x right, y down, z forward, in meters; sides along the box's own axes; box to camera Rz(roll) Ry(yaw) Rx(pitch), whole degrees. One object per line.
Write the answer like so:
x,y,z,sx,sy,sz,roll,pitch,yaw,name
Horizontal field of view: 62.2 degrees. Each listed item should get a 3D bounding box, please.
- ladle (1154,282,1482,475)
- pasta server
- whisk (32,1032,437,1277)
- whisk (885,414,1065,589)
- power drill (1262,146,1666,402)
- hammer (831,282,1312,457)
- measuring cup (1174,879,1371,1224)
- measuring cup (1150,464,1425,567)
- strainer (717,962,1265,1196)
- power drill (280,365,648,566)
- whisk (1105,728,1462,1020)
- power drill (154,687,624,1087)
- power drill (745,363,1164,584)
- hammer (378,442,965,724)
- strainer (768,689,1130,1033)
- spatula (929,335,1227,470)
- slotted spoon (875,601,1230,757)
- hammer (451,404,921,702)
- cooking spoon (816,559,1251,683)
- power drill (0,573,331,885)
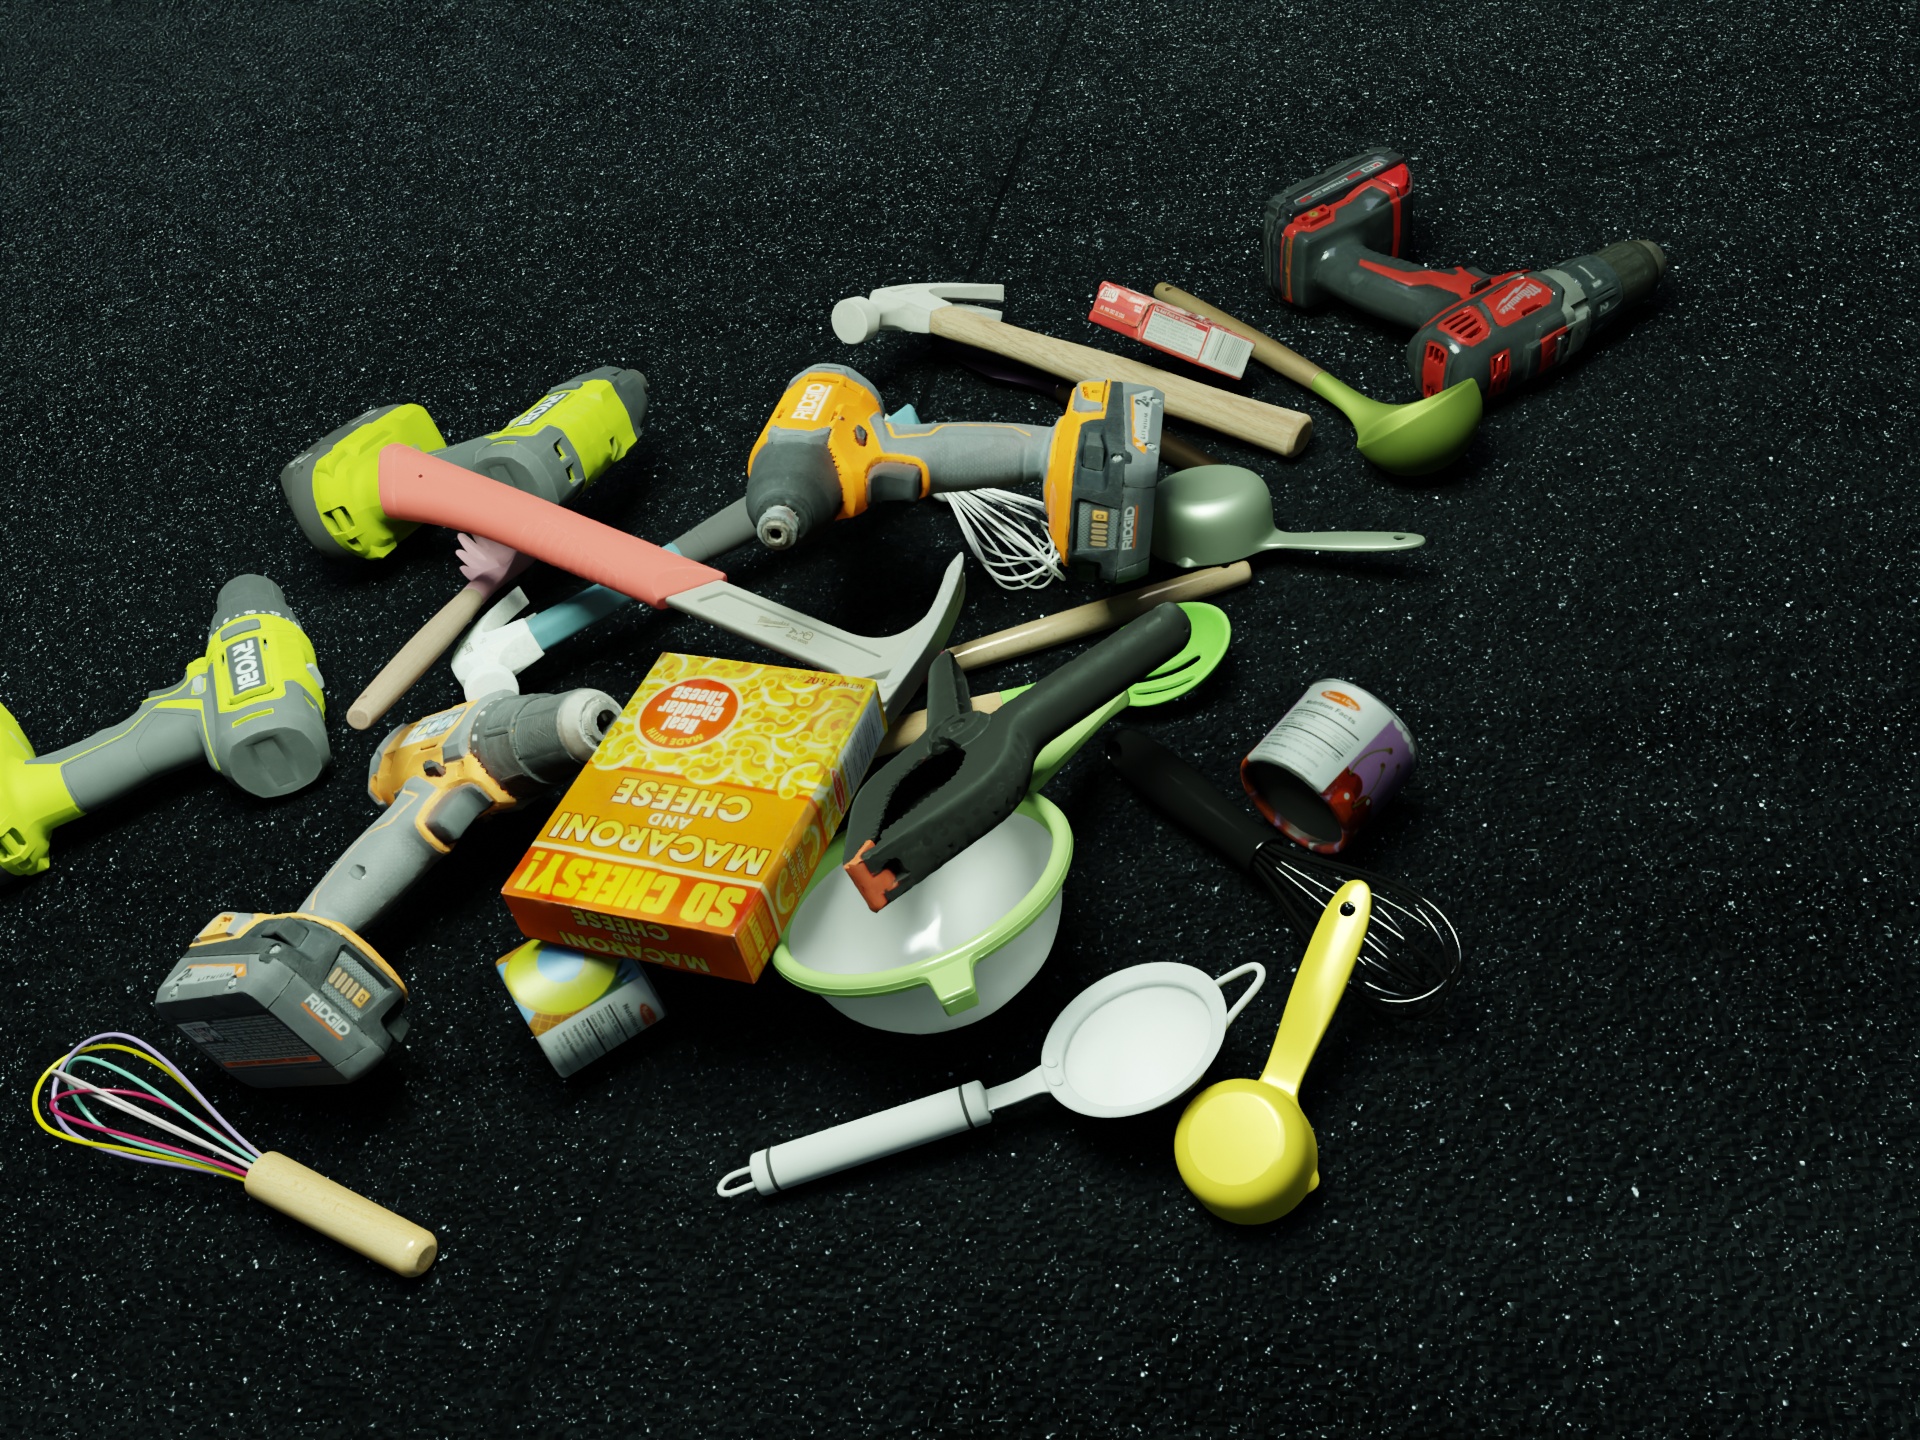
0.220,-0.244,1.052,0.078,0.062,0.320,-32,43,-10,ladle
-0.308,-0.071,0.961,0.060,0.040,0.316,-20,22,10,pasta server
-0.346,0.208,0.747,0.245,0.051,0.047,17,17,22,whisk
-0.004,-0.149,1.022,0.058,0.059,0.247,-50,43,4,whisk
0.334,-0.305,1.071,0.188,0.080,0.227,-29,48,-15,power drill
0.082,-0.241,1.076,0.331,0.031,0.130,24,34,25,hammer
0.137,0.133,0.668,0.062,0.029,0.156,16,72,34,measuring cup
0.186,-0.121,0.926,0.168,0.038,0.083,7,34,32,measuring cup
0.015,0.166,0.697,0.258,0.050,0.087,-19,30,4,strainer
-0.325,-0.178,1.071,0.223,0.080,0.171,-6,31,25,power drill
0.146,0.063,0.765,0.055,0.055,0.239,-32,43,-18,whisk
-0.275,0.071,0.806,0.185,0.084,0.226,-13,36,39,power drill
-0.005,-0.134,0.882,0.226,0.084,0.164,5,35,6,power drill
-0.180,-0.094,0.915,0.359,0.036,0.149,23,59,16,hammer
0.019,0.070,0.778,0.151,0.069,0.256,2,33,41,strainer
0.088,-0.217,1.085,0.060,0.018,0.316,-25,43,-26,spatula
-0.001,-0.003,0.884,0.314,0.031,0.070,-16,44,1,slotted spoon
-0.162,-0.108,0.987,0.331,0.033,0.128,-31,26,-12,hammer
0.018,-0.041,0.921,0.319,0.017,0.069,-18,26,-4,cooking spoon
-0.511,-0.002,0.981,0.228,0.080,0.191,-22,44,-12,power drill
